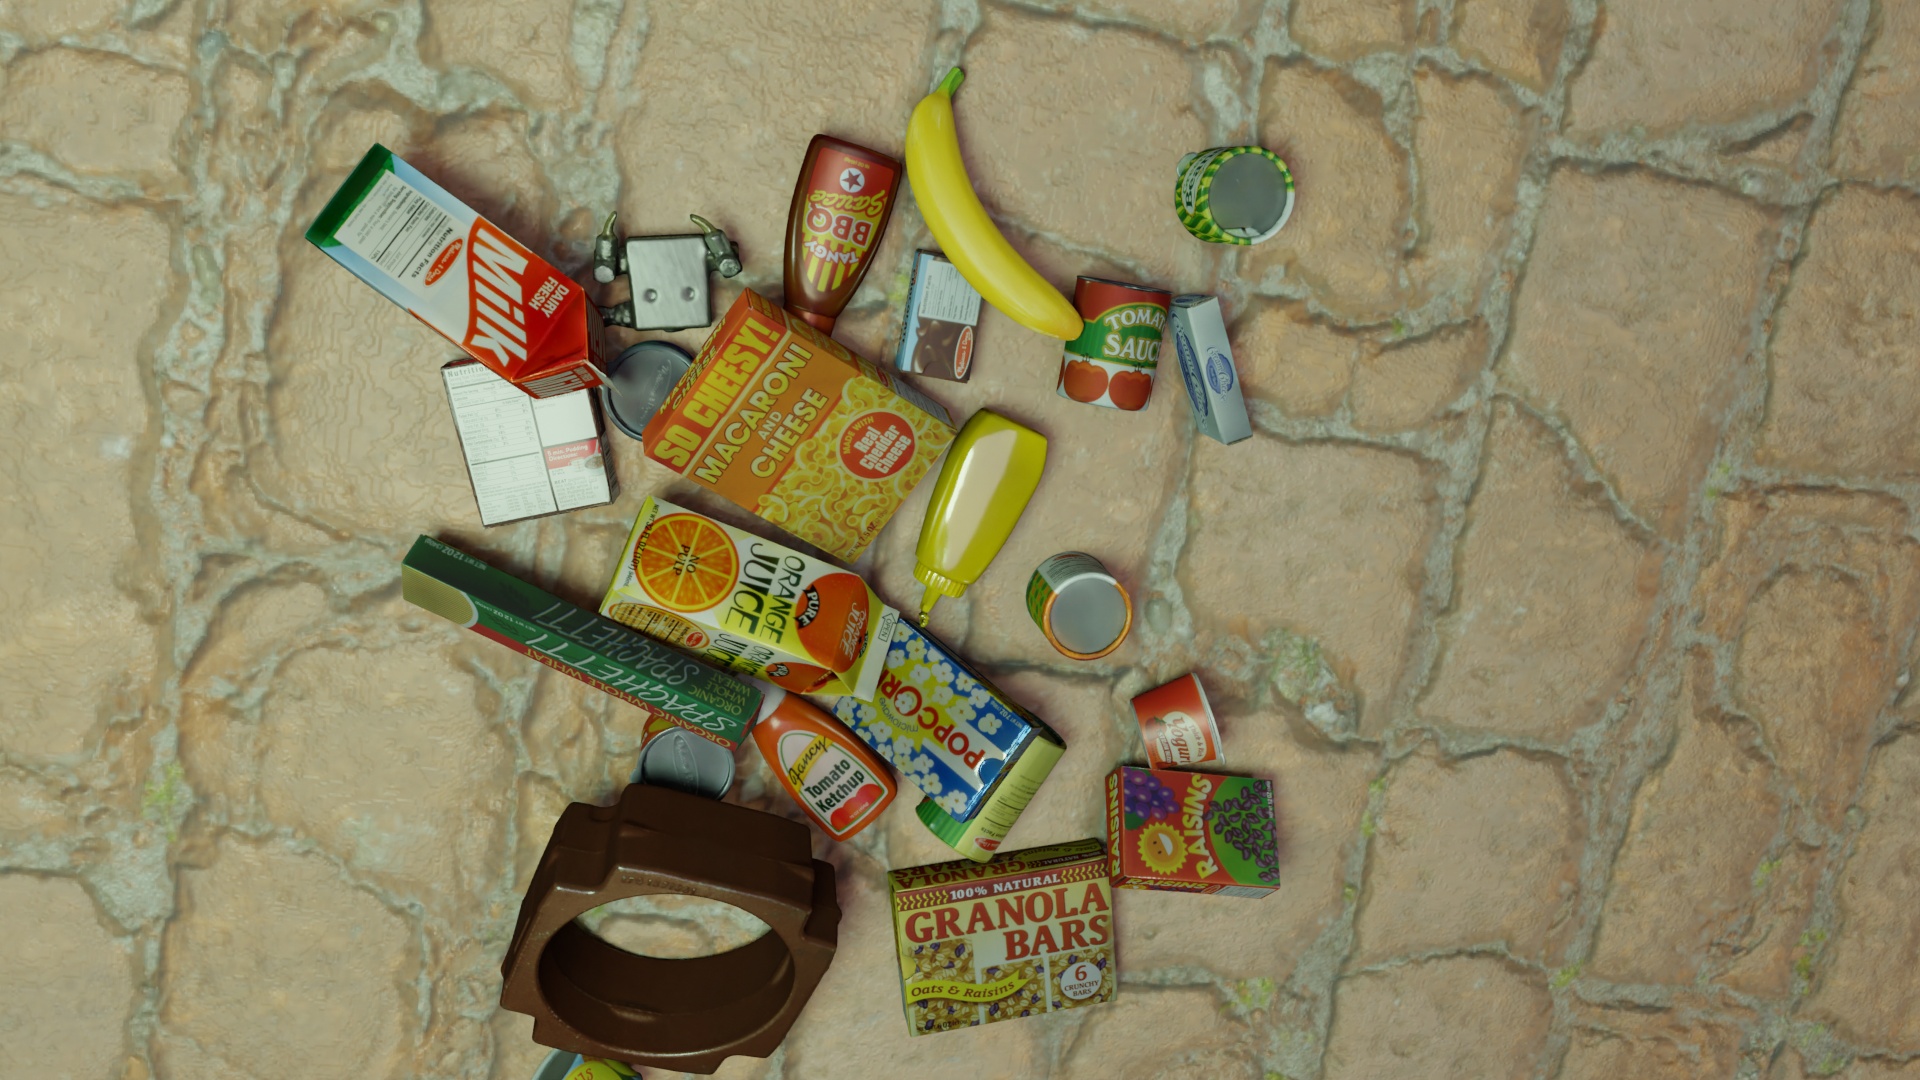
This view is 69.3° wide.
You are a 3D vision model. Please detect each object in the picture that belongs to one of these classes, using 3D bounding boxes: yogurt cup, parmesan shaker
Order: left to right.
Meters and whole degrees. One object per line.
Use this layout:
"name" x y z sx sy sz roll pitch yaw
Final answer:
"parmesan shaker" 0.024 0.174 1.017 0.071 0.071 0.103 33 95 -16
"yogurt cup" 0.159 0.137 1.032 0.054 0.072 0.072 -17 106 3

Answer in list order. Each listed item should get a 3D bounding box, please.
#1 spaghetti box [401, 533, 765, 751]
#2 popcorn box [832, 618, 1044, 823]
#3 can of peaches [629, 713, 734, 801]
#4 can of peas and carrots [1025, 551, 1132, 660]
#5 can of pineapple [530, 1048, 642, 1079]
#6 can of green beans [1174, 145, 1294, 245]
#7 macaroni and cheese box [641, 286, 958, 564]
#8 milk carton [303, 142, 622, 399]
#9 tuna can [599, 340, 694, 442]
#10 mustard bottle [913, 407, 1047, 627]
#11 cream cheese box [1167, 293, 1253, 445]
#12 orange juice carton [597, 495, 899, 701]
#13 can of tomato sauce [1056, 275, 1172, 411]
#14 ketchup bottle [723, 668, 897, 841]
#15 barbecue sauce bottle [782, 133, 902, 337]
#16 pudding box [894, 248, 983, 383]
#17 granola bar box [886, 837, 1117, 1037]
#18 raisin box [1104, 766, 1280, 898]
"spaghetti box" -0.250 0.069 0.921 0.250 0.050 0.029 25 54 -2
"popcorn box" -0.017 0.125 0.978 0.127 0.038 0.085 38 95 20
"can of peaches" -0.195 0.150 0.974 0.071 0.058 0.071 -2 105 -9
"can of peas and carrots" 0.086 0.049 0.999 0.071 0.059 0.070 -2 104 -9
"can of pineapple" -0.276 0.403 1.015 0.071 0.071 0.058 -44 107 3
"can of green beans" 0.187 -0.236 0.949 0.071 0.058 0.071 -2 104 -9
"macaroni and cheese box" -0.106 -0.072 0.916 0.166 0.040 0.123 29 109 -29
"milk carton" -0.290 -0.150 0.851 0.190 0.072 0.073 35 84 -2
"tuna can" -0.206 -0.100 0.925 0.071 0.033 0.071 -2 104 -10
"mustard bottle" 0.003 -0.012 0.975 0.065 0.049 0.160 25 99 -14
"cream cheese box" 0.174 -0.121 0.977 0.024 0.053 0.103 -20 106 -7
"orange juice carton" -0.138 0.046 0.938 0.193 0.072 0.072 22 63 -14
"can of tomato sauce" 0.106 -0.135 0.953 0.071 0.071 0.083 7 103 -12
"ketchup bottle" -0.114 0.145 0.995 0.065 0.043 0.148 -41 106 1
"barbecue sauce bottle" -0.089 -0.188 0.919 0.065 0.044 0.148 15 101 -15
"pudding box" -0.013 -0.153 0.948 0.050 0.030 0.083 7 102 -13
"granola bar box" 0.034 0.303 1.062 0.166 0.039 0.124 -7 104 -9
"raisin box" 0.174 0.219 1.046 0.123 0.040 0.086 7 64 -12
